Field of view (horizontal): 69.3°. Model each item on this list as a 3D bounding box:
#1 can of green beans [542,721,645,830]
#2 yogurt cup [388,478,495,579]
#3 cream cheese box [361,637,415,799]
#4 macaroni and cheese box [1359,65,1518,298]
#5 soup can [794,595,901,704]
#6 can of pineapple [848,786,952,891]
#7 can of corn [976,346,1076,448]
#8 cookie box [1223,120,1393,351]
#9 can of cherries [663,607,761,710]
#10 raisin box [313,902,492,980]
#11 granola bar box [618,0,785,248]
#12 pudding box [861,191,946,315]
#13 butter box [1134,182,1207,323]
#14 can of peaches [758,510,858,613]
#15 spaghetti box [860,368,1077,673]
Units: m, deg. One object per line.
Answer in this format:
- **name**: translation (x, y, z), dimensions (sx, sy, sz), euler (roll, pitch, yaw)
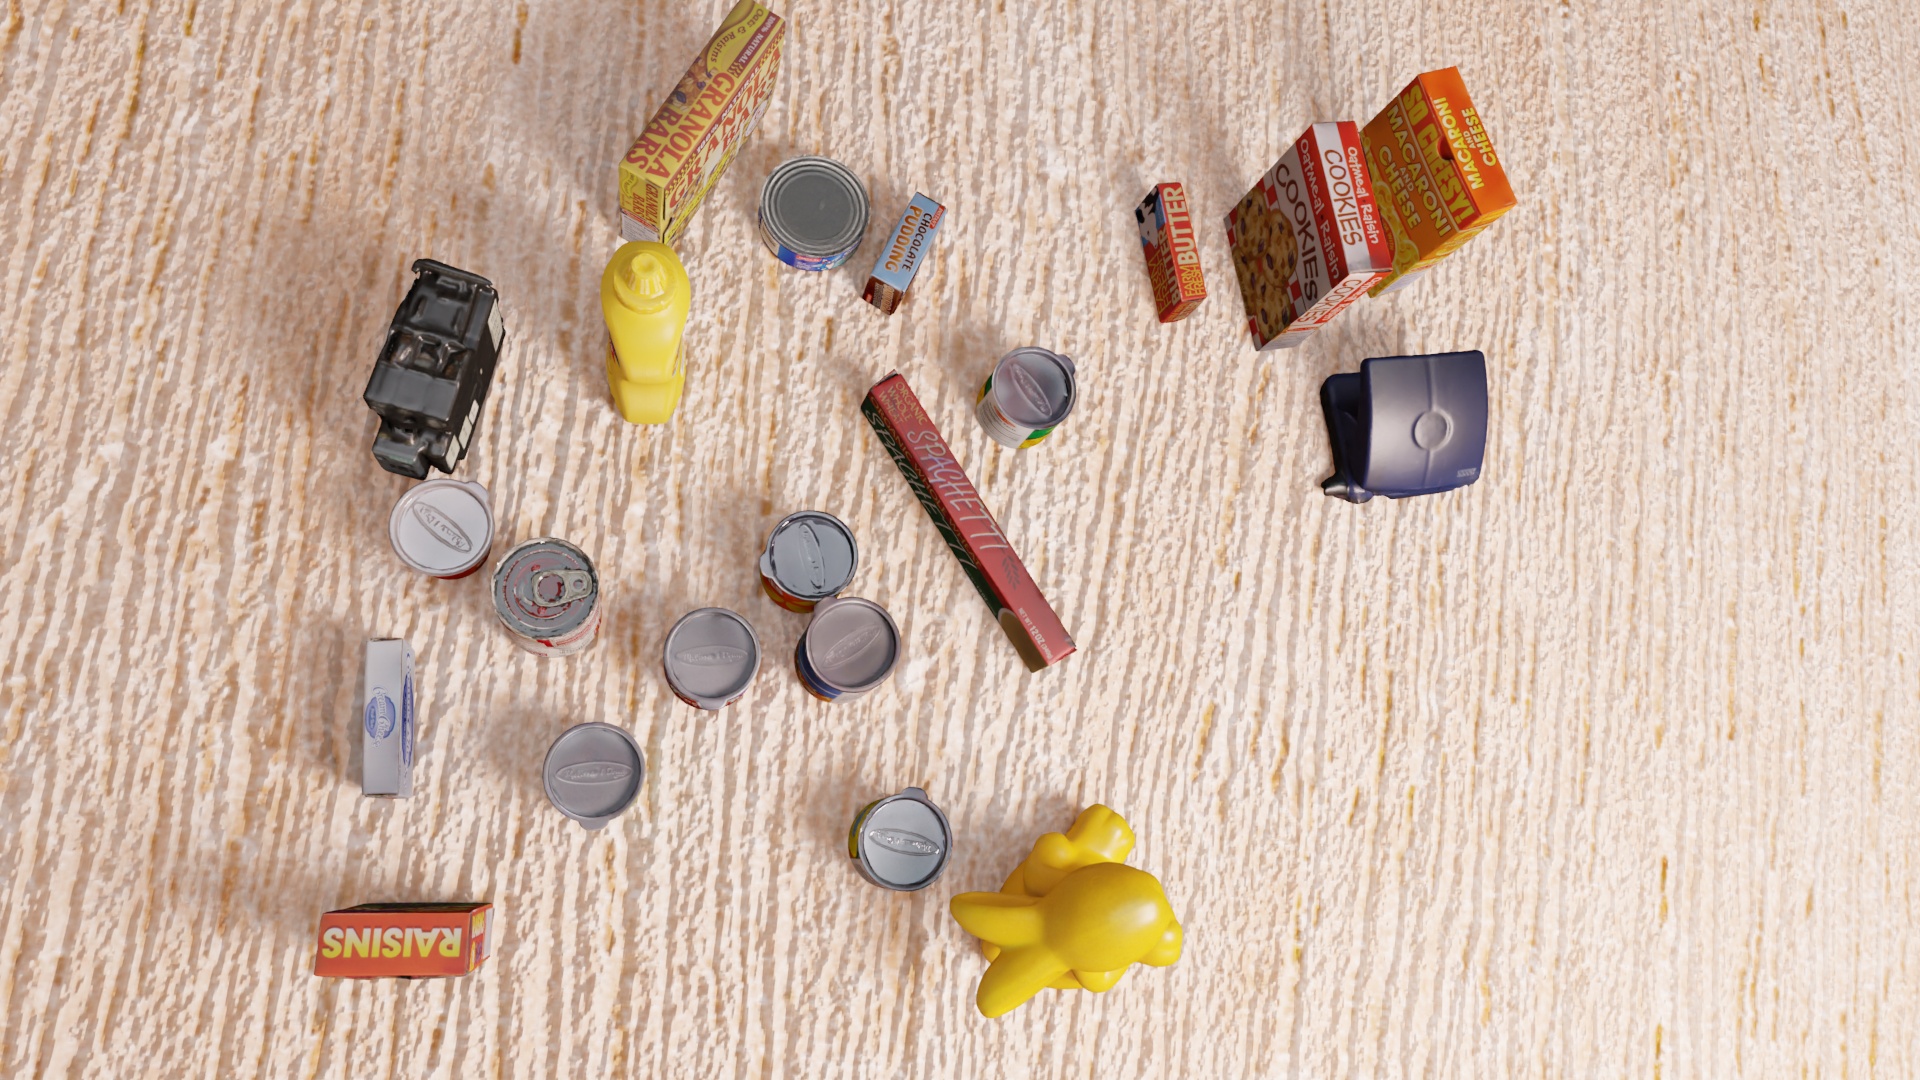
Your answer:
- **can of green beans**: translation (-0.248, 0.159, 0.943), dimensions (0.071, 0.057, 0.071), euler (3, 77, -12)
- **yogurt cup**: translation (-0.354, -0.004, 0.958), dimensions (0.072, 0.053, 0.072), euler (3, 77, -12)
- **cream cheese box**: translation (-0.380, 0.119, 0.924), dimensions (0.024, 0.053, 0.104), euler (-1, 77, -13)
- **macaroni and cheese box**: translation (0.367, -0.287, 1.133), dimensions (0.040, 0.166, 0.124), euler (-18, 82, -16)
- **soup can**: translation (-0.083, 0.077, 0.986), dimensions (0.071, 0.083, 0.071), euler (3, 77, -12)
- **can of pineapple**: translation (-0.042, 0.211, 0.978), dimensions (0.071, 0.057, 0.071), euler (3, 77, -12)
- **can of corn**: translation (0.052, -0.111, 1.075), dimensions (0.071, 0.058, 0.071), euler (3, 77, -12)
- **cookie box**: translation (0.272, -0.236, 1.098), dimensions (0.040, 0.167, 0.123), euler (-8, 79, -15)
- **can of cherries**: translation (-0.176, 0.086, 0.976), dimensions (0.071, 0.058, 0.071), euler (3, 77, -12)
- **raisin box**: translation (-0.343, 0.248, 0.865), dimensions (0.086, 0.123, 0.040), euler (4, 77, -12)
- **granola bar box**: translation (-0.191, -0.302, 1.029), dimensions (0.039, 0.124, 0.166), euler (31, 72, -5)
- **pudding box**: translation (-0.044, -0.224, 1.084), dimensions (0.030, 0.049, 0.084), euler (28, 73, -6)
- **butter box**: translation (0.172, -0.234, 1.135), dimensions (0.024, 0.053, 0.103), euler (-8, 79, -15)
- **can of peaches**: translation (-0.113, 0.017, 1.007), dimensions (0.071, 0.058, 0.071), euler (3, 77, -12)
- **spaghetti box**: translation (0.004, -0.013, 1.045), dimensions (0.029, 0.050, 0.250), euler (-32, 86, -17)
